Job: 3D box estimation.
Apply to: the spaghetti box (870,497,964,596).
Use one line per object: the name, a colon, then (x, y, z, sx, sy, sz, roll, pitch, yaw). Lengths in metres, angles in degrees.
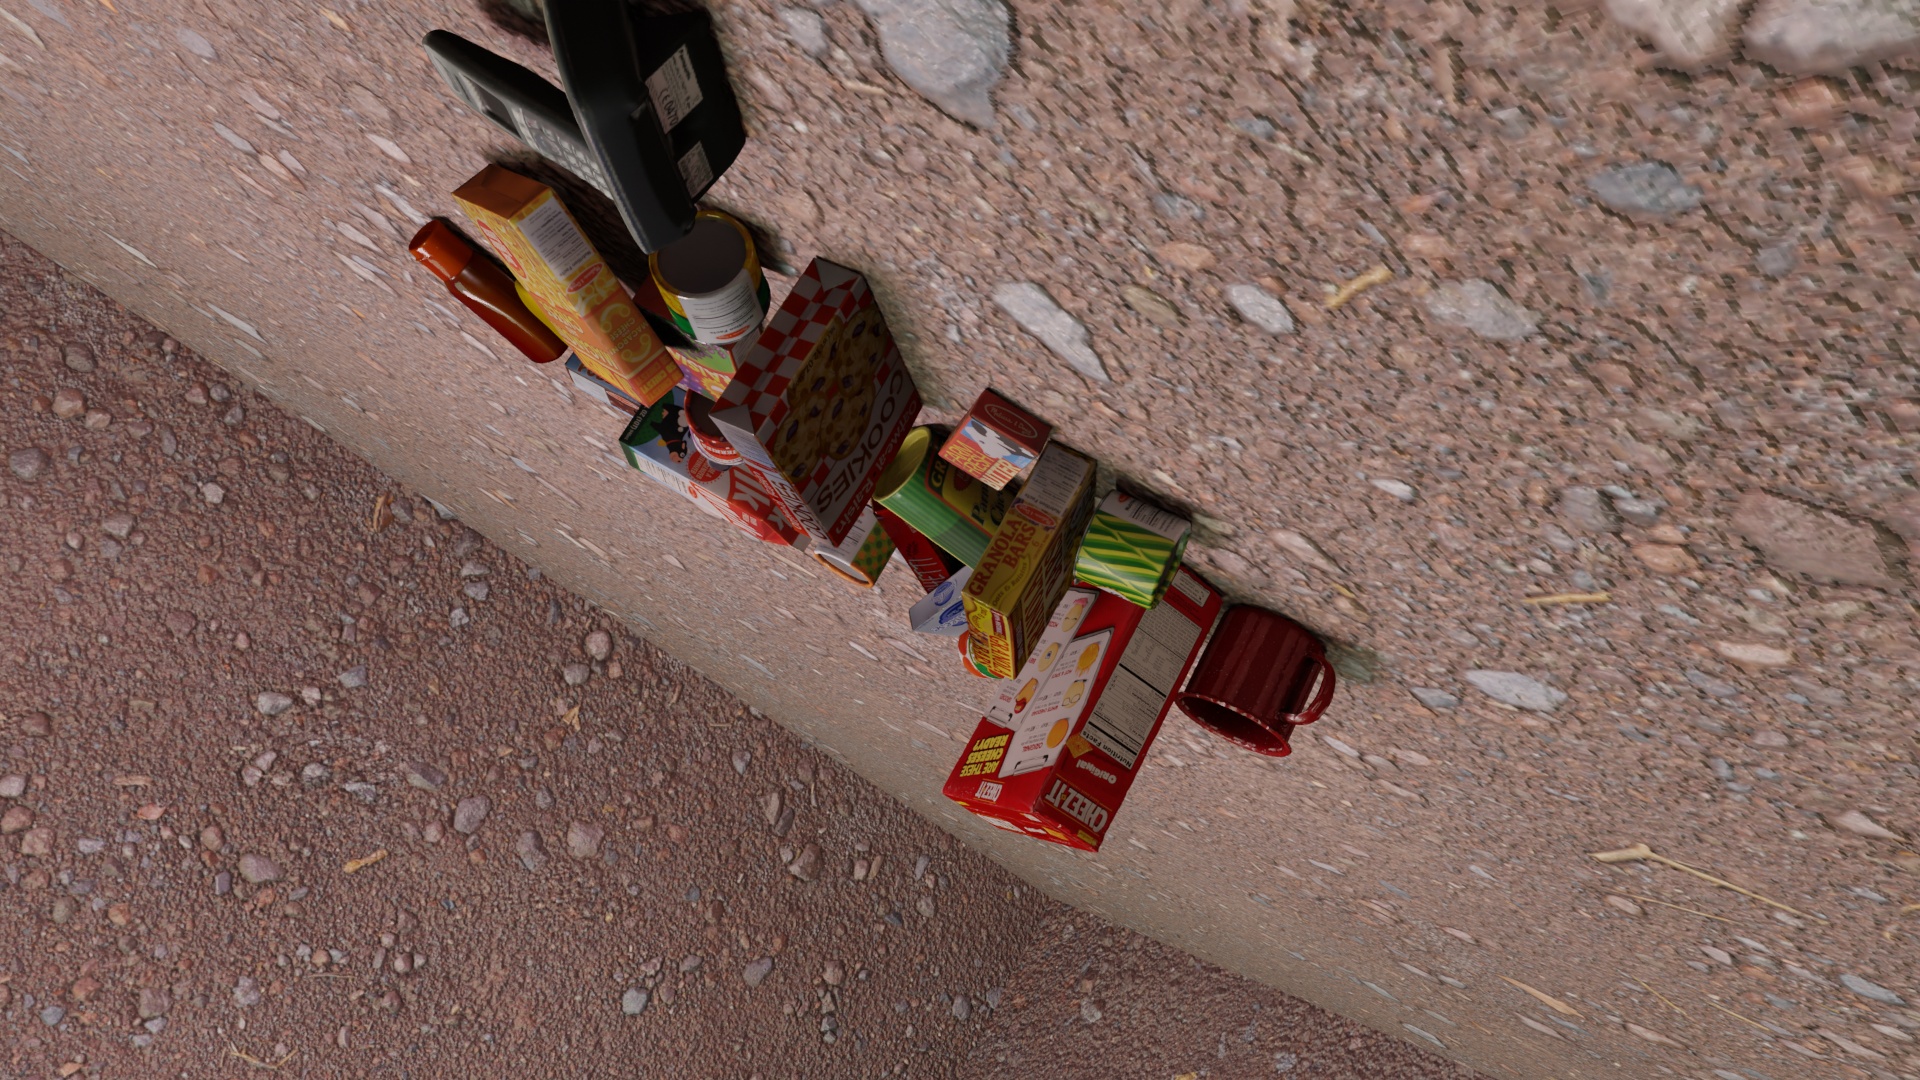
spaghetti box: (-0.030, 0.007, 1.207, 0.028, 0.050, 0.249, -15, 152, 8)

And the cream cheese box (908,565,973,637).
cream cheese box: (0.006, 0.051, 1.220, 0.053, 0.024, 0.103, 10, 145, -38)

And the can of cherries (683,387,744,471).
can of cherries: (-0.189, -0.098, 1.130, 0.071, 0.072, 0.058, 28, 163, 4)

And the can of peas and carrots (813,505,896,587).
can of peas and carrots: (-0.095, 0.005, 1.304, 0.071, 0.059, 0.070, 27, 164, 9)

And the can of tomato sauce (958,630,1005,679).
can of tomato sauce: (0.040, 0.102, 1.352, 0.071, 0.071, 0.083, 34, 164, -14)

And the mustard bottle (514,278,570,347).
mustard bottle: (-0.291, -0.170, 1.129, 0.065, 0.049, 0.159, 19, 162, 32)

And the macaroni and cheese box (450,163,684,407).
macaroni and cheese box: (-0.277, -0.182, 0.989, 0.124, 0.040, 0.165, 30, 158, 48)

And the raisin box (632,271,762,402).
raisin box: (-0.190, -0.147, 1.043, 0.086, 0.040, 0.123, 27, 163, 9)

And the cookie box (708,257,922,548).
cookie box: (-0.087, -0.084, 0.905, 0.040, 0.123, 0.167, 24, 163, 22)

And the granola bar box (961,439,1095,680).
granola bar box: (0.051, 0.019, 0.980, 0.039, 0.124, 0.165, 27, 164, 13)

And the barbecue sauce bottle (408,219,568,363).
barbecue sauce bottle: (-0.406, -0.214, 1.201, 0.065, 0.044, 0.148, 12, 156, 46)

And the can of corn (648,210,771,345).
can of corn: (-0.159, -0.168, 0.880, 0.071, 0.071, 0.058, 26, 163, 12)

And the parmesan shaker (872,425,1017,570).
parmesan shaker: (-0.006, -0.032, 1.037, 0.103, 0.071, 0.071, 36, 163, -24)

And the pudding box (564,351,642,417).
pudding box: (-0.320, -0.145, 1.287, 0.084, 0.030, 0.049, 28, 163, 4)

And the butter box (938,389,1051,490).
butter box: (0.022, -0.067, 0.949, 0.053, 0.024, 0.103, 30, 164, -6)

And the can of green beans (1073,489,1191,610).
can of green beans: (0.116, 0.007, 0.935, 0.058, 0.071, 0.071, 24, 163, 16)

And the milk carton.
milk carton: (-0.208, -0.063, 1.269, 0.191, 0.072, 0.073, 30, 164, 3)
